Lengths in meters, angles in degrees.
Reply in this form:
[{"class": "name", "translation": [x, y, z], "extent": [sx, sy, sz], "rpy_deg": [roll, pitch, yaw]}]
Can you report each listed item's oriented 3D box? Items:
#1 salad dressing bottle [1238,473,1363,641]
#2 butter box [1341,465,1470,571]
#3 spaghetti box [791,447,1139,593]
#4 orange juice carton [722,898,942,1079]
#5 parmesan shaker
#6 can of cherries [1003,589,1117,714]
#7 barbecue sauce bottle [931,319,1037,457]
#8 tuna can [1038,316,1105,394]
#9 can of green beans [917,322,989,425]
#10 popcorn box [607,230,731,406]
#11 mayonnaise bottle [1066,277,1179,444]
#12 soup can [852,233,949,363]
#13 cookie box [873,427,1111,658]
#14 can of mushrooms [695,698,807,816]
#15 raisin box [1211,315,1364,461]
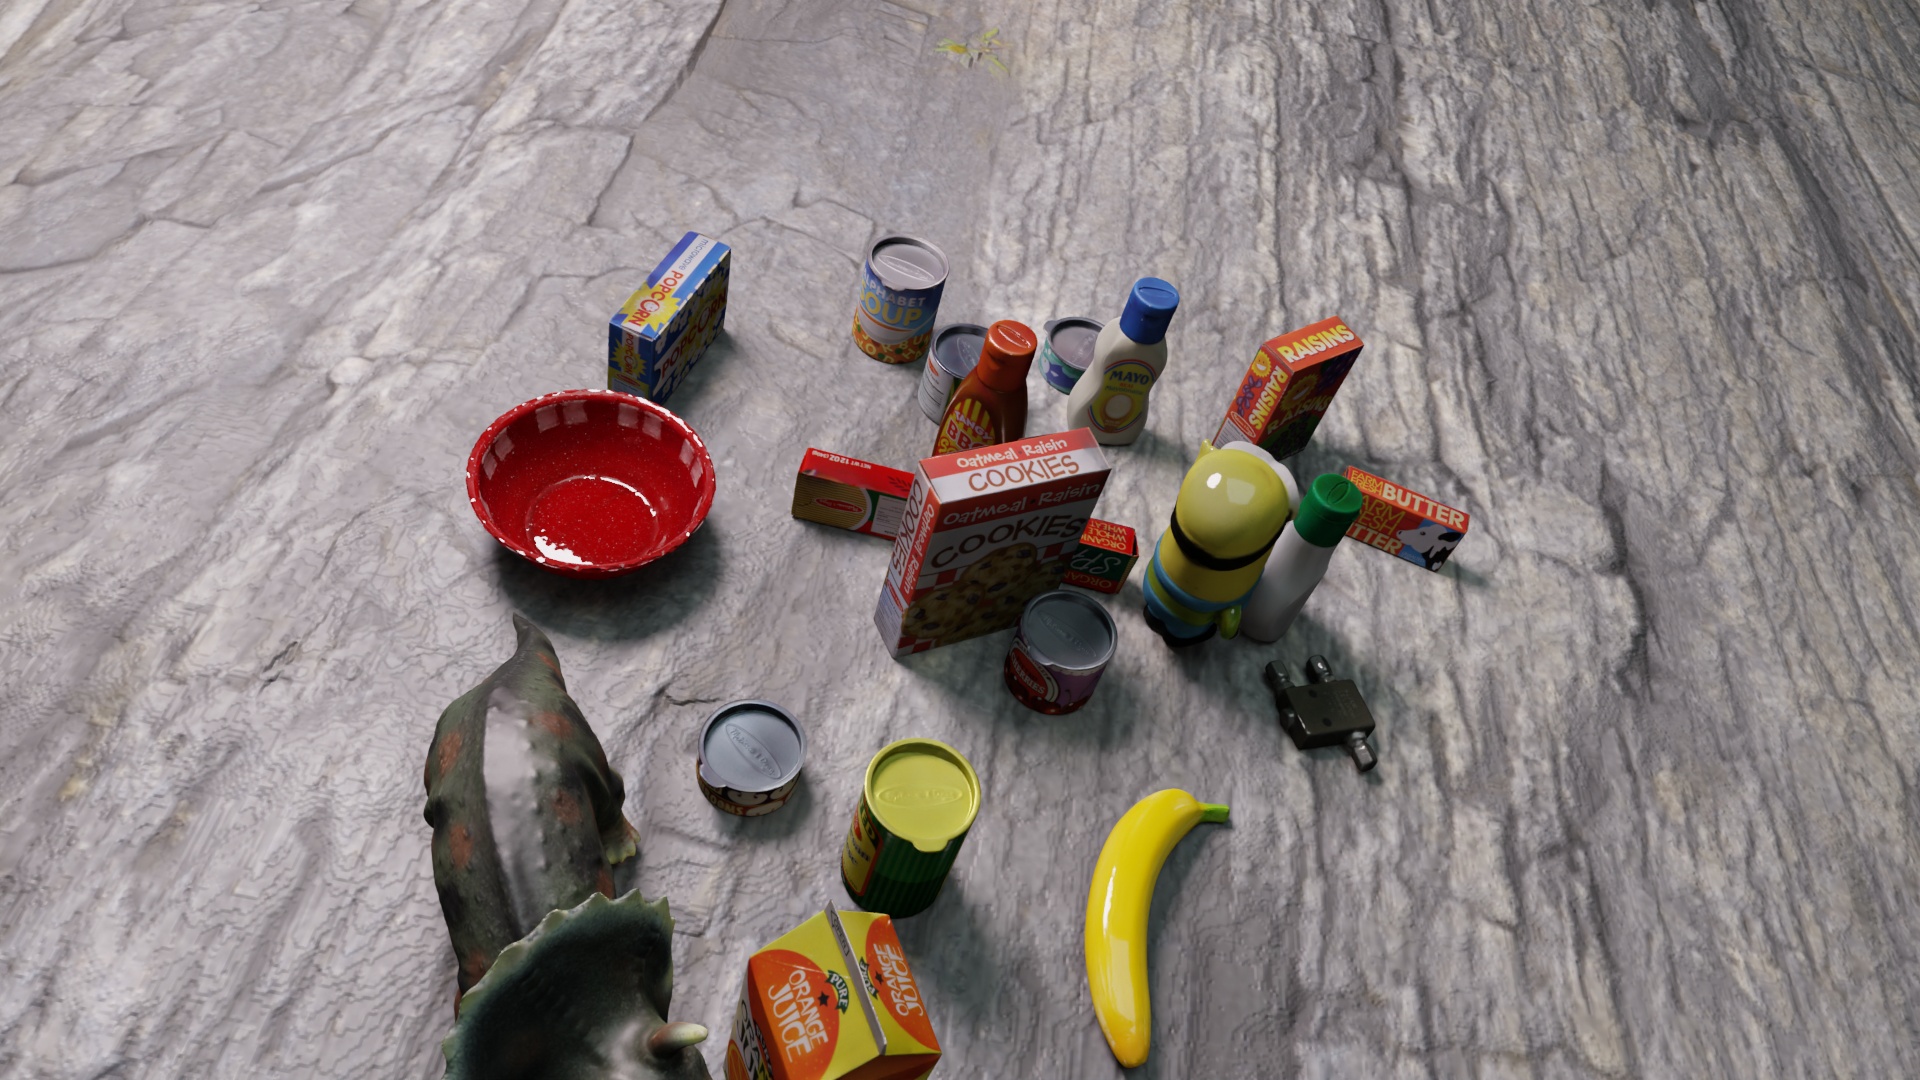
[{"class": "salad dressing bottle", "translation": [0.239, 0.013, 0.988], "extent": [0.044, 0.146, 0.064], "rpy_deg": [38, 51, 16]}, {"class": "butter box", "translation": [0.345, -0.017, 1.105], "extent": [0.103, 0.052, 0.024], "rpy_deg": [23, 49, 4]}, {"class": "spaghetti box", "translation": [0.004, -0.013, 1.007], "extent": [0.250, 0.049, 0.029], "rpy_deg": [14, 49, -4]}, {"class": "orange juice carton", "translation": [-0.064, 0.246, 0.676], "extent": [0.073, 0.191, 0.072], "rpy_deg": [-10, 55, -23]}, {"class": "parmesan shaker", "translation": [-0.031, 0.172, 0.808], "extent": [0.071, 0.102, 0.072], "rpy_deg": [8, 49, -9]}, {"class": "can of cherries", "translation": [0.065, 0.077, 0.944], "extent": [0.071, 0.058, 0.072], "rpy_deg": [8, 49, -9]}, {"class": "barbecue sauce bottle", "translation": [0.021, -0.096, 1.017], "extent": [0.065, 0.147, 0.044], "rpy_deg": [37, 51, 16]}, {"class": "tuna can", "translation": [0.098, -0.155, 1.165], "extent": [0.071, 0.032, 0.071], "rpy_deg": [8, 49, -9]}, {"class": "can of green beans", "translation": [0.004, -0.129, 1.100], "extent": [0.071, 0.057, 0.071], "rpy_deg": [8, 49, -9]}, {"class": "popcorn box", "translation": [-0.219, -0.163, 1.048], "extent": [0.038, 0.084, 0.127], "rpy_deg": [23, 49, 4]}, {"class": "mayonnaise bottle", "translation": [0.130, -0.138, 1.083], "extent": [0.065, 0.147, 0.041], "rpy_deg": [8, 49, -9]}, {"class": "soup can", "translation": [-0.051, -0.193, 1.121], "extent": [0.071, 0.083, 0.072], "rpy_deg": [8, 49, -9]}, {"class": "cookie box", "translation": [0.017, 0.003, 0.921], "extent": [0.123, 0.166, 0.040], "rpy_deg": [-13, 56, -25]}, {"class": "can of mushrooms", "translation": [-0.131, 0.135, 0.856], "extent": [0.071, 0.033, 0.071], "rpy_deg": [8, 49, -9]}, {"class": "raisin box", "translation": [0.261, -0.115, 1.117], "extent": [0.086, 0.122, 0.040], "rpy_deg": [-22, 60, -30]}]
